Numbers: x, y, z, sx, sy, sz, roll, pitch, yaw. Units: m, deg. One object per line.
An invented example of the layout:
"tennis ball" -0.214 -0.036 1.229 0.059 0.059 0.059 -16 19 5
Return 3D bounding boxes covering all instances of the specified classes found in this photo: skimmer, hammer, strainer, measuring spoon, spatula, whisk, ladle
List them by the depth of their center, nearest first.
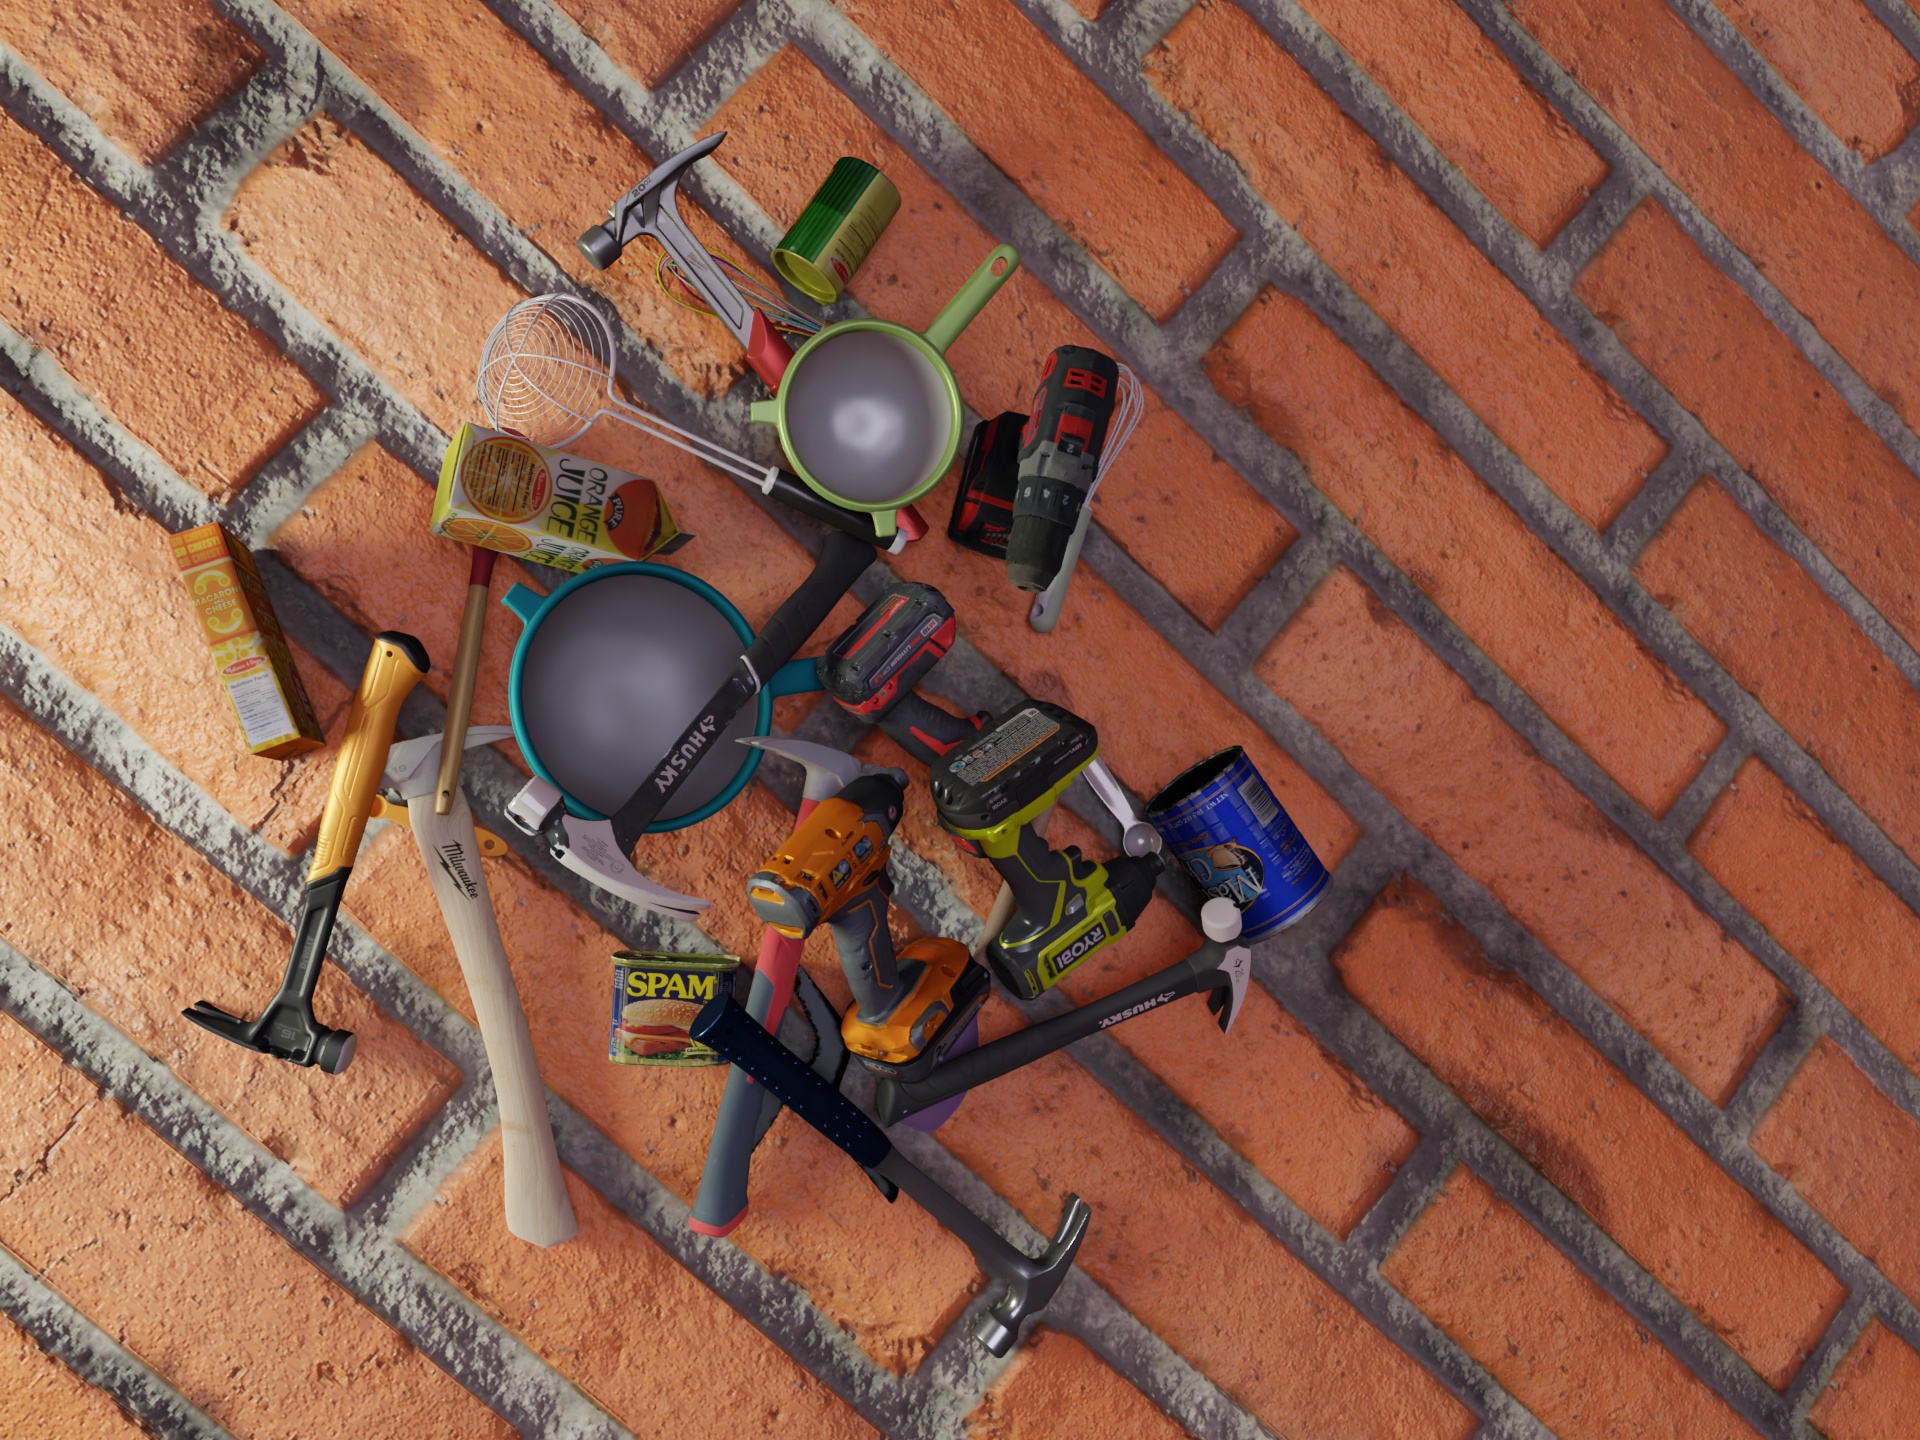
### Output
"hammer" -0.475 0.092 1.195 0.127 0.034 0.337 19 95 -1
"hammer" -0.165 -0.020 1.203 0.149 0.036 0.409 40 47 -7
"hammer" -0.159 0.206 1.245 0.143 0.038 0.386 22 79 -42
"ladle" -0.381 -0.080 1.251 0.069 0.031 0.315 10 74 -19
"hammer" -0.360 0.209 1.253 0.146 0.038 0.410 -15 92 -18
"hammer" -0.053 0.346 1.263 0.405 0.035 0.144 46 78 -23
"measuring spoon" -0.418 0.085 1.267 0.117 0.011 0.021 21 82 -14
"strainer" -0.044 -0.282 1.281 0.151 0.069 0.256 41 82 -15
"strainer" -0.209 -0.023 1.289 0.340 0.095 0.211 -9 88 -34
"skimmer" -0.212 -0.224 1.290 0.363 0.090 0.127 24 95 -17
"hammer" -0.140 -0.294 1.304 0.149 0.037 0.359 -42 106 -9
"hammer" 0.087 0.261 1.323 0.335 0.035 0.146 -22 134 -7
"whisk" -0.137 -0.340 1.340 0.245 0.051 0.047 20 77 -14
"spatula" 0.023 0.198 1.353 0.059 0.018 0.316 24 83 -15
"whisk" 0.105 -0.193 1.383 0.059 0.058 0.246 21 86 -41
"measuring spoon" 0.133 0.069 1.390 0.034 0.018 0.124 -33 87 -7

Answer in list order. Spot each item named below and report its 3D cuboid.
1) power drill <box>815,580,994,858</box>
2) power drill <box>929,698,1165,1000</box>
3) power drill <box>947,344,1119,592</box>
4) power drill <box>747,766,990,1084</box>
"power drill" -0.002 -0.004 1.311 0.143 0.079 0.219 -46 115 -10
"power drill" 0.076 0.101 1.298 0.171 0.080 0.223 -34 125 -17
"power drill" 0.055 -0.183 1.276 0.080 0.227 0.188 16 83 -11
"power drill" -0.060 0.156 1.253 0.164 0.084 0.226 -49 127 -34
